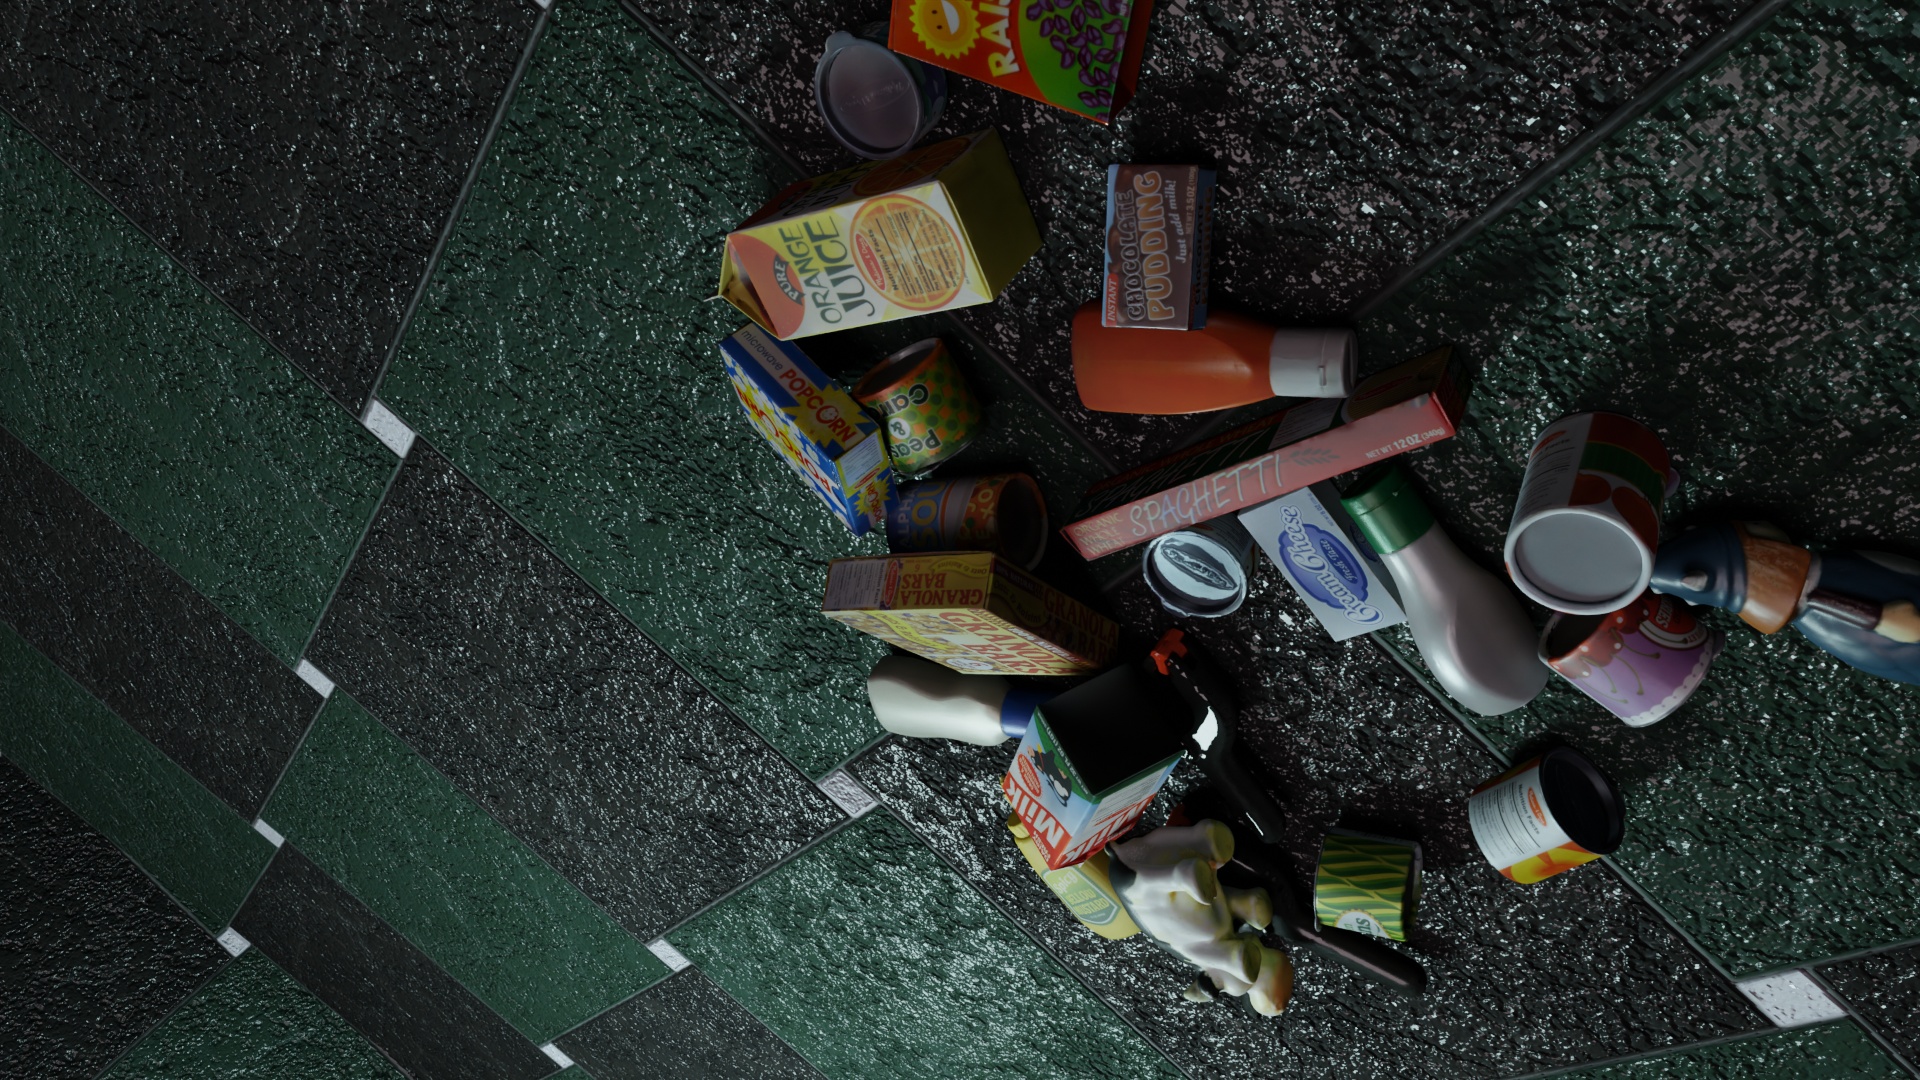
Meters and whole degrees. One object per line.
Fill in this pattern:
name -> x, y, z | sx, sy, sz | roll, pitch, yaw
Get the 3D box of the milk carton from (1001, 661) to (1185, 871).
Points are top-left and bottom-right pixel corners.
milk carton -> 0.083, 0.166, 0.956 | 0.072, 0.074, 0.189 | 58, 157, 24

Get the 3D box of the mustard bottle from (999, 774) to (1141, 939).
mustard bottle -> 0.082, 0.240, 1.071 | 0.160, 0.049, 0.065 | 45, 135, -10

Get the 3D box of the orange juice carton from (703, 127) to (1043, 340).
orange juice carton -> -0.059, -0.168, 0.791 | 0.192, 0.072, 0.072 | -4, 124, 35

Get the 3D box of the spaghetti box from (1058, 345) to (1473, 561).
spaghetti box -> 0.161, -0.043, 0.774 | 0.249, 0.050, 0.028 | -21, 112, 43

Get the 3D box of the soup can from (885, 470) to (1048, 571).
soup can -> 0.003, -0.011, 0.889 | 0.083, 0.072, 0.071 | -4, 124, 34

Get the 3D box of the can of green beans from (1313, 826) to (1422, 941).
can of green beans -> 0.273, 0.229, 0.928 | 0.058, 0.071, 0.071 | 5, 129, 28

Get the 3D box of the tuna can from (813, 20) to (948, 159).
tuna can -> -0.043, -0.243, 0.743 | 0.071, 0.033, 0.070 | 17, 134, 19

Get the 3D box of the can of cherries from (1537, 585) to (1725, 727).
can of cherries -> 0.350, 0.053, 0.727 | 0.058, 0.072, 0.071 | 37, 137, 1

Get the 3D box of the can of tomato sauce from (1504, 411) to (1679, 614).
can of tomato sauce -> 0.310, -0.013, 0.681 | 0.071, 0.083, 0.070 | 18, 134, 19

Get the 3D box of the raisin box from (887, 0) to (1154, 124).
raisin box -> 0.030, -0.265, 0.674 | 0.123, 0.040, 0.085 | 24, 137, 14

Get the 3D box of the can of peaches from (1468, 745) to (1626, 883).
can of peaches -> 0.348, 0.164, 0.825 | 0.071, 0.071, 0.057 | 40, 137, -4

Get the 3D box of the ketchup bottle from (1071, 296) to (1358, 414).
ketchup bottle -> 0.135, -0.098, 0.748 | 0.149, 0.044, 0.064 | 6, 122, 28

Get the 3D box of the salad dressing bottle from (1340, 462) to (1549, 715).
salad dressing bottle -> 0.265, 0.026, 0.764 | 0.147, 0.064, 0.044 | 54, 154, -7

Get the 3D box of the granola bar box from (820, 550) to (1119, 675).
granola bar box -> 0.010, 0.050, 0.896 | 0.124, 0.039, 0.165 | -3, 161, 34

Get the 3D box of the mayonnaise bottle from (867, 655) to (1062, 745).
mayonnaise bottle -> 0.006, 0.121, 1.024 | 0.148, 0.041, 0.064 | 4, 130, 28

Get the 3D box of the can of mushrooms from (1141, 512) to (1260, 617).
can of mushrooms -> 0.146, 0.013, 0.845 | 0.071, 0.034, 0.070 | 17, 134, 19

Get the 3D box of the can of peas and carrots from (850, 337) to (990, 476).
can of peas and carrots -> -0.026, -0.081, 0.845 | 0.071, 0.071, 0.058 | -15, 117, 40

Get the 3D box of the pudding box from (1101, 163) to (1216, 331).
pudding box -> 0.101, -0.151, 0.711 | 0.049, 0.030, 0.083 | 8, 104, 27

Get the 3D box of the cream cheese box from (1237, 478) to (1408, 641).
cream cheese box -> 0.213, 0.009, 0.806 | 0.103, 0.024, 0.053 | 49, 137, -13

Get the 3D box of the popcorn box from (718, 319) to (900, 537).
popcorn box -> -0.094, -0.072, 0.869 | 0.127, 0.038, 0.084 | 45, 162, 29
